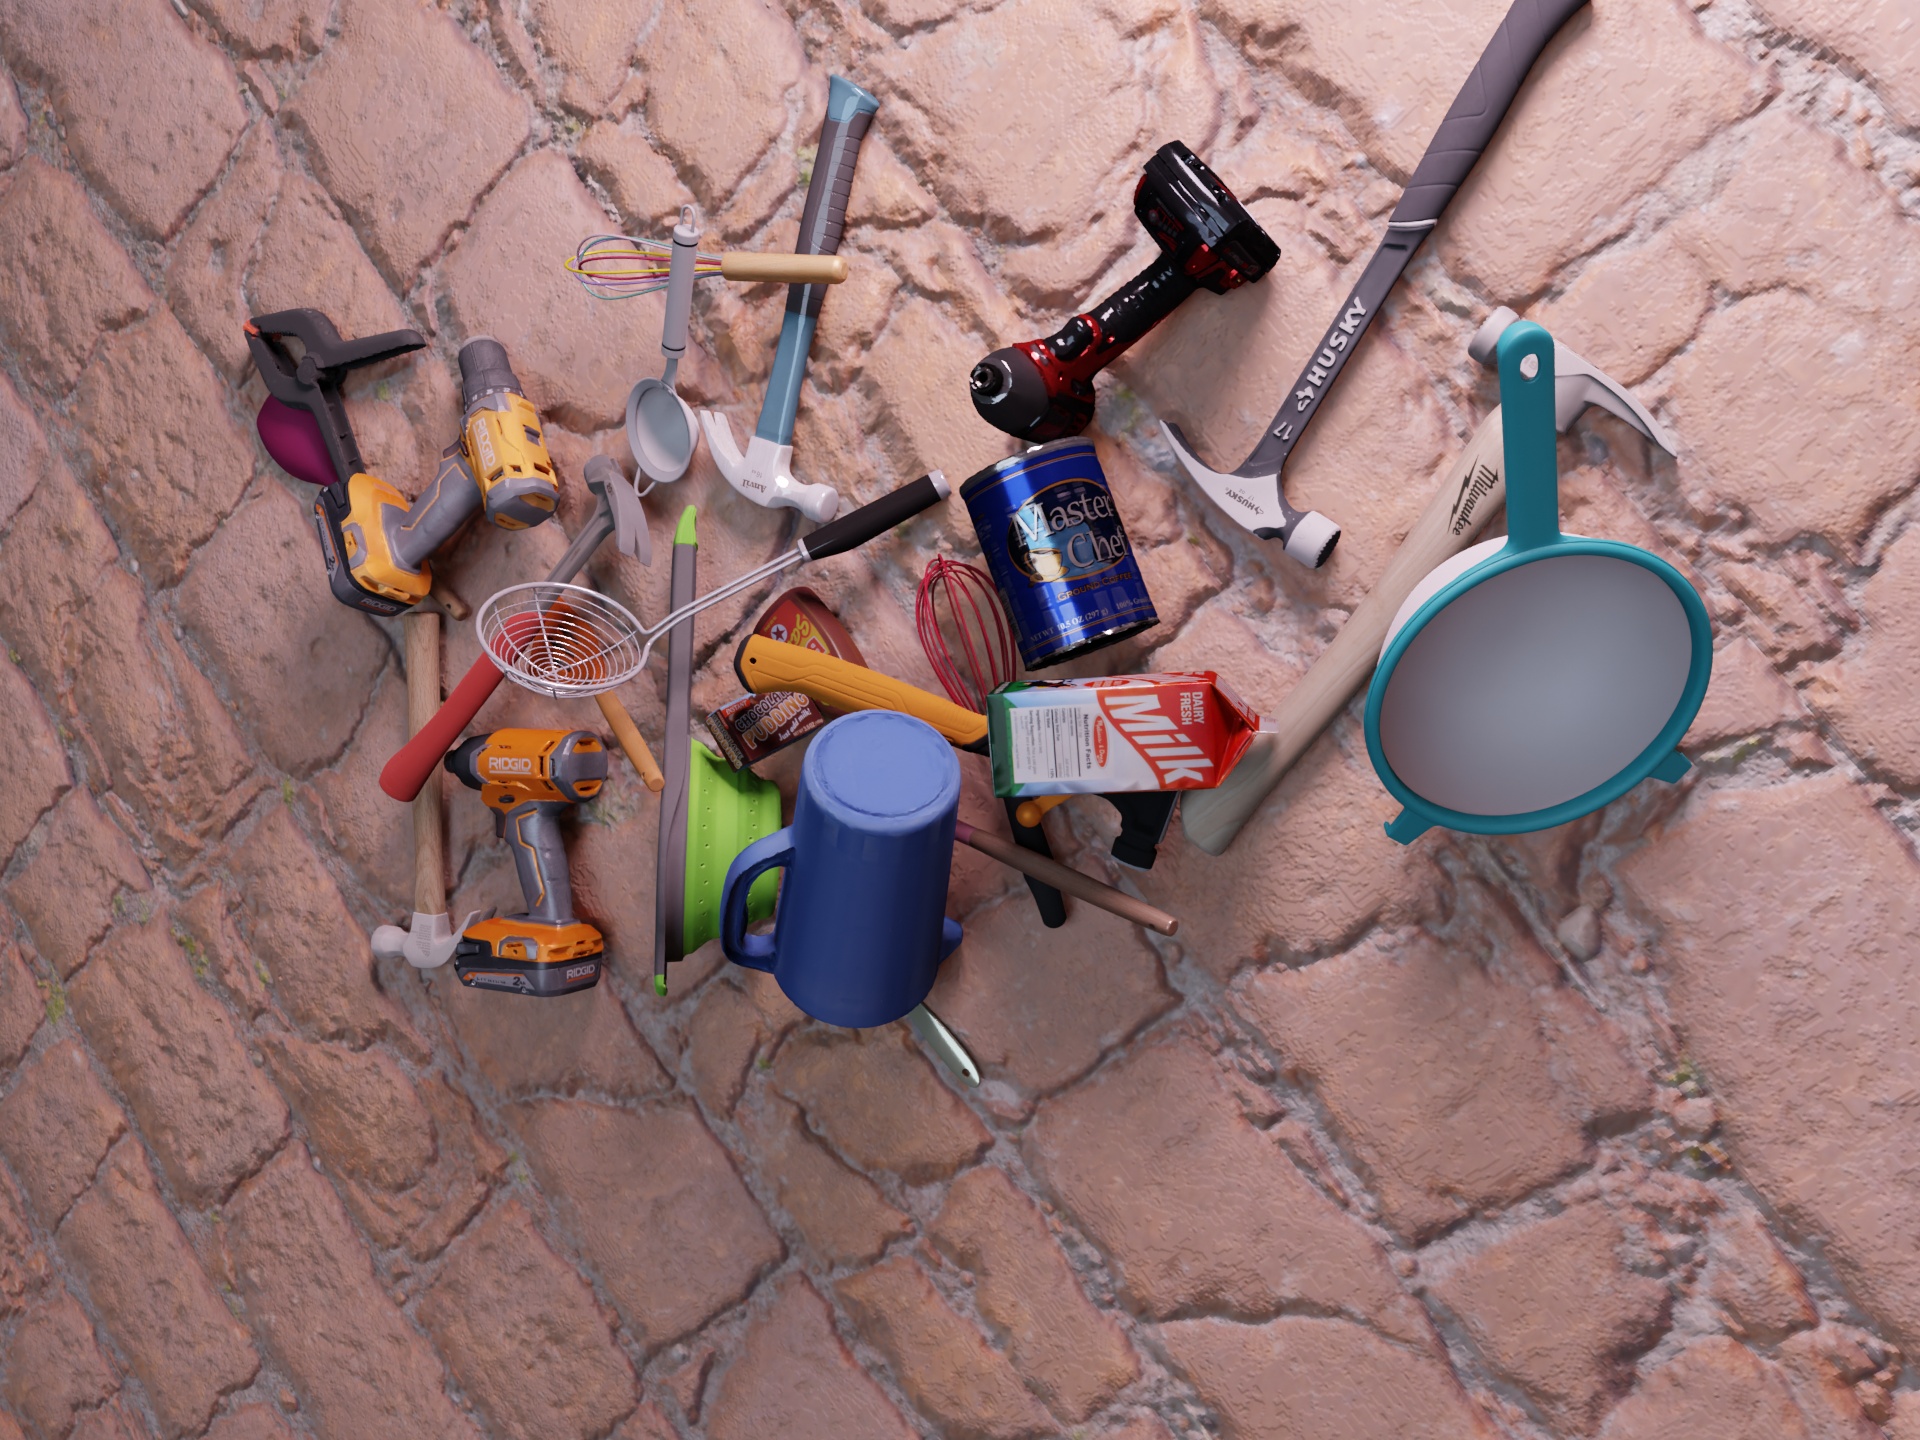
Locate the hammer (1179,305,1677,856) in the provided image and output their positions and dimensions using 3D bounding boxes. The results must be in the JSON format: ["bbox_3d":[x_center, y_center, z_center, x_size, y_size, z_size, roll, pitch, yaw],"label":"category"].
[{"bbox_3d":[0.290,-0.064,1.069,0.146,0.038,0.410,41,111,16],"label":"hammer"}]

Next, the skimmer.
[{"bbox_3d":[-0.183,-0.120,1.200,0.363,0.090,0.127,-26,46,3],"label":"skimmer"}]

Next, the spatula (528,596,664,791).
[{"bbox_3d":[-0.295,-0.016,1.291,0.323,0.041,0.081,43,118,56],"label":"spatula"}]

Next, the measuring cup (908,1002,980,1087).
[{"bbox_3d":[-0.047,0.231,1.263,0.168,0.038,0.083,47,113,17],"label":"measuring cup"}]

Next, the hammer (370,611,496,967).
[{"bbox_3d":[-0.492,0.066,1.471,0.130,0.031,0.331,4,97,26],"label":"hammer"}]

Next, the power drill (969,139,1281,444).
[{"bbox_3d":[0.100,-0.277,1.081,0.219,0.143,0.079,-41,75,21],"label":"power drill"}]

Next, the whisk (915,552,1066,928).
[{"bbox_3d":[0.030,0.015,1.195,0.073,0.073,0.296,-16,93,27],"label":"whisk"}]

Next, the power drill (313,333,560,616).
[{"bbox_3d":[-0.457,-0.215,1.386,0.226,0.084,0.185,-29,66,21],"label":"power drill"}]

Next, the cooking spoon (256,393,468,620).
[{"bbox_3d":[-0.561,-0.199,1.485,0.319,0.017,0.068,43,110,16],"label":"cooking spoon"}]

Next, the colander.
[{"bbox_3d":[-0.191,0.021,1.282,0.094,0.204,0.397,2,79,-9],"label":"colander"}]

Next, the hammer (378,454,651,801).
[{"bbox_3d":[-0.385,-0.056,1.353,0.359,0.036,0.149,-47,41,19],"label":"hammer"}]

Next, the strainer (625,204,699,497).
[{"bbox_3d":[-0.225,-0.287,1.258,0.087,0.050,0.258,42,138,25],"label":"strainer"}]

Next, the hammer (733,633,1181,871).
[{"bbox_3d":[-0.002,-0.004,1.148,0.337,0.034,0.127,19,100,6],"label":"hammer"}]

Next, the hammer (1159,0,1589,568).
[{"bbox_3d":[0.282,-0.311,1.048,0.149,0.036,0.409,36,109,20],"label":"hammer"}]

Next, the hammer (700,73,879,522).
[{"bbox_3d":[-0.120,-0.331,1.245,0.128,0.033,0.331,20,104,22],"label":"hammer"}]

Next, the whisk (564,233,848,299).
[{"bbox_3d":[-0.202,-0.352,1.239,0.245,0.047,0.051,8,98,20],"label":"whisk"}]

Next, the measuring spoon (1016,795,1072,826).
[{"bbox_3d":[0.090,0.041,1.168,0.117,0.011,0.021,-36,99,2],"label":"measuring spoon"}]

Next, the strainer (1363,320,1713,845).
[{"bbox_3d":[0.329,-0.089,0.954,0.211,0.095,0.340,-13,123,3],"label":"strainer"}]

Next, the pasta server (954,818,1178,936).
[{"bbox_3d":[0.026,0.100,1.173,0.316,0.040,0.060,21,140,39],"label":"pasta server"}]

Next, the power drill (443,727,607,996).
[{"bbox_3d":[-0.390,0.120,1.402,0.164,0.084,0.226,2,92,28],"label":"power drill"}]
